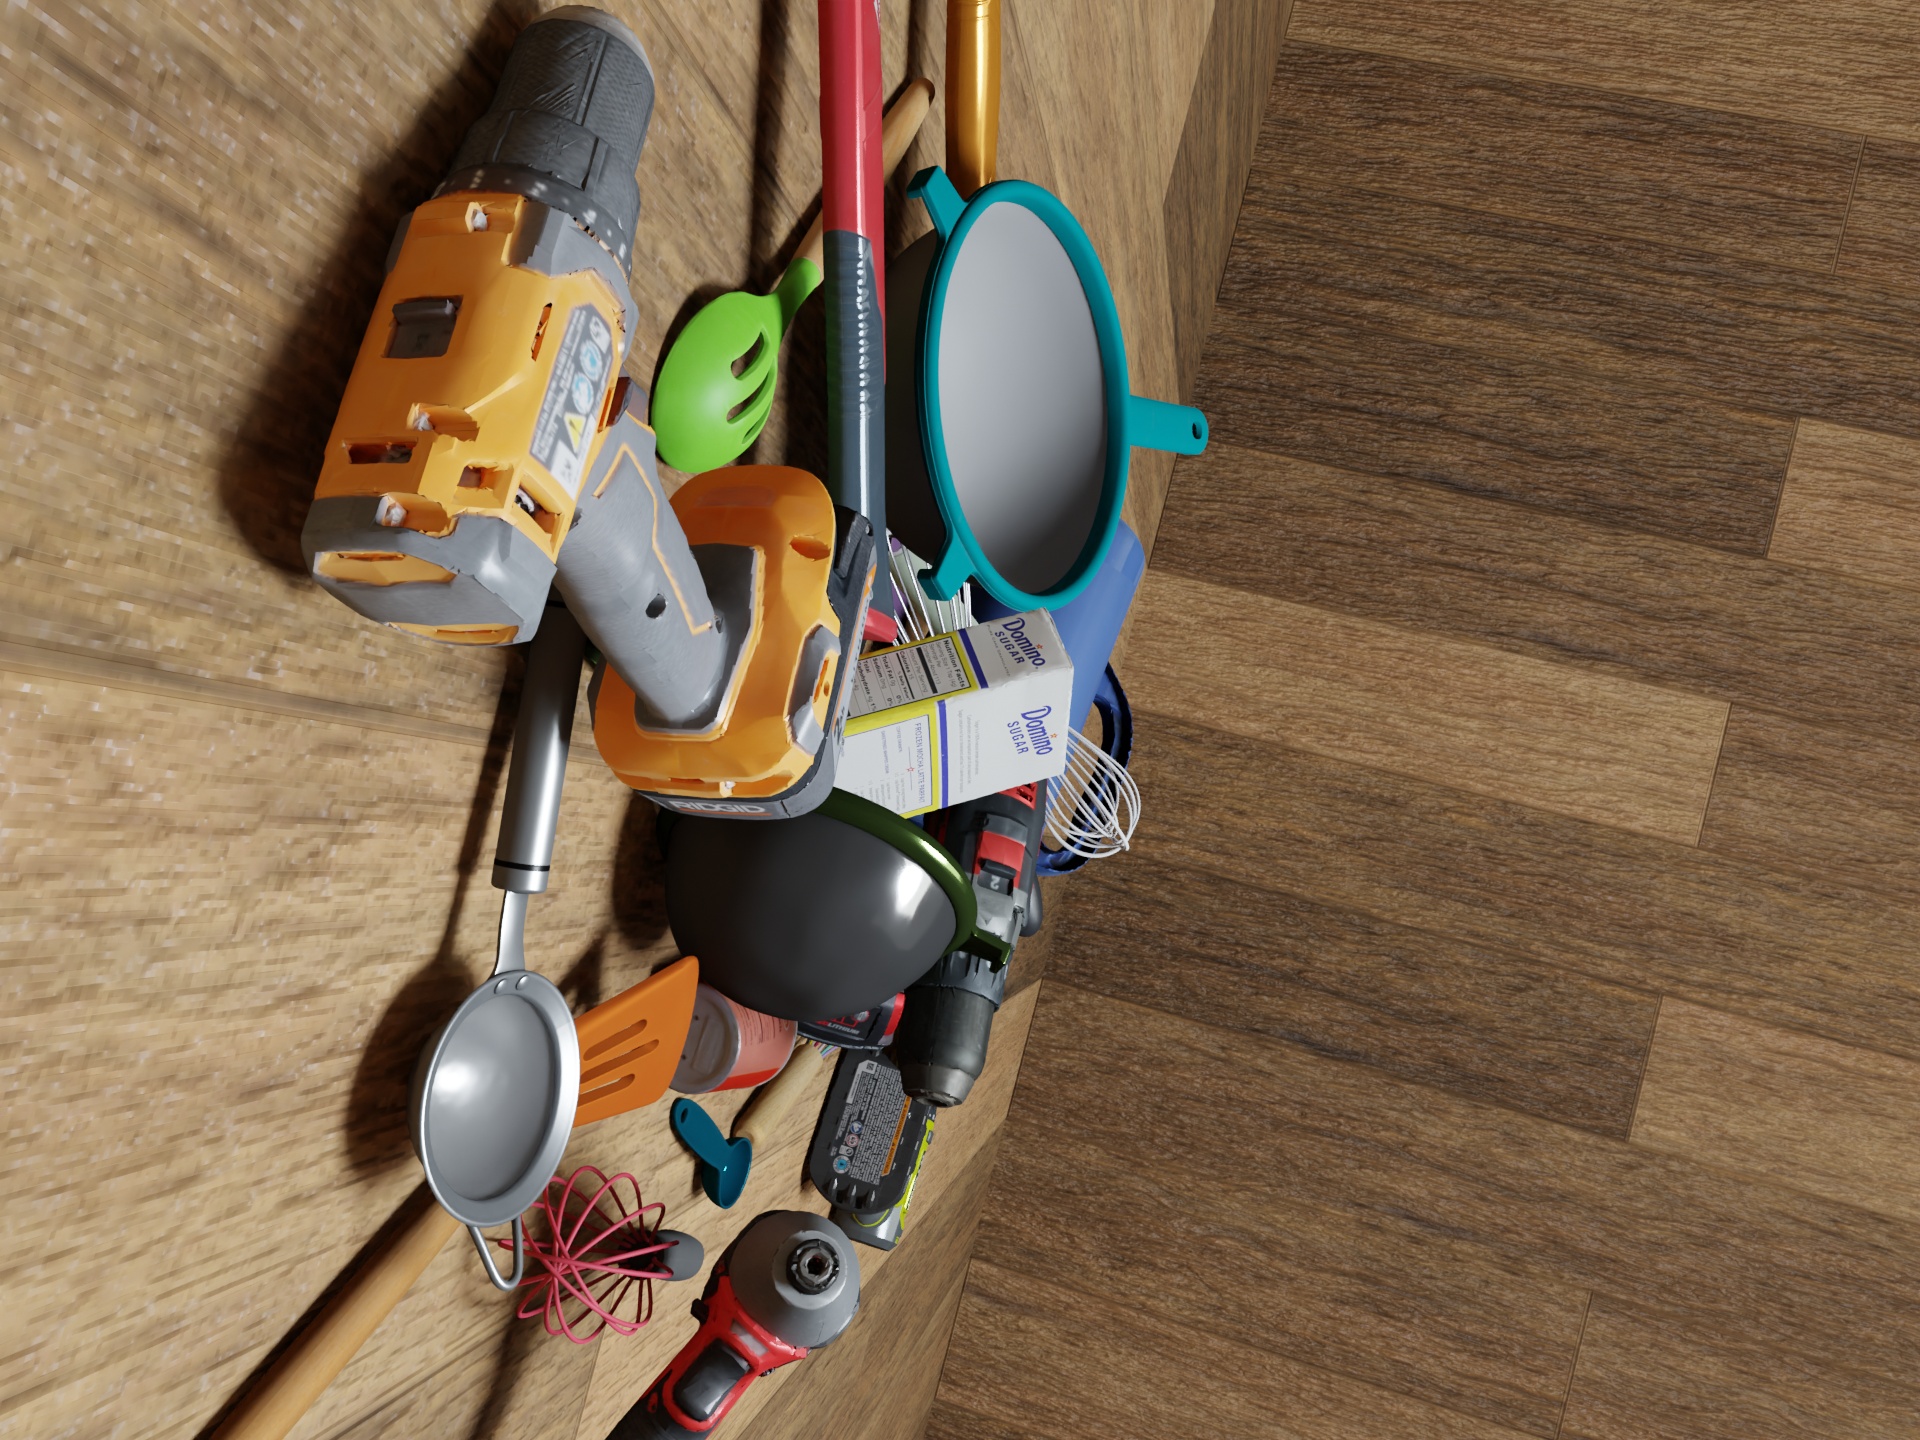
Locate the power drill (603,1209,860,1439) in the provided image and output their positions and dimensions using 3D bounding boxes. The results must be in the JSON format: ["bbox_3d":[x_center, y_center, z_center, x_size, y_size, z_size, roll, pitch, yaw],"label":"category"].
[{"bbox_3d":[-0.124,0.298,0.657,0.220,0.078,0.143,-46,175,-30],"label":"power drill"}]

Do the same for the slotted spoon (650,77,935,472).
[{"bbox_3d":[-0.061,-0.215,0.710,0.070,0.031,0.314,87,18,-46],"label":"slotted spoon"}]

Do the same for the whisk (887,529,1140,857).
[{"bbox_3d":[0.023,-0.020,0.945,0.058,0.246,0.059,-37,180,-6],"label":"whisk"}]

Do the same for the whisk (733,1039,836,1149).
[{"bbox_3d":[-0.094,0.223,1.089,0.245,0.051,0.047,-45,154,-65],"label":"whisk"}]

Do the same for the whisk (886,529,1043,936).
[{"bbox_3d":[-0.003,-0.003,0.911,0.070,0.070,0.284,-53,128,-65],"label":"whisk"}]

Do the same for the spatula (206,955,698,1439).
[{"bbox_3d":[-0.182,0.186,0.557,0.323,0.041,0.081,-53,163,-62],"label":"spatula"}]

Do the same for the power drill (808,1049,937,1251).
[{"bbox_3d":[-0.060,0.337,1.334,0.228,0.080,0.191,85,21,-68],"label":"power drill"}]

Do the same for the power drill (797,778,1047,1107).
[{"bbox_3d":[-0.032,0.123,0.858,0.226,0.080,0.188,-37,-142,57],"label":"power drill"}]

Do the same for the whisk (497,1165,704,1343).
[{"bbox_3d":[-0.155,0.252,0.752,0.295,0.073,0.073,90,16,-71],"label":"whisk"}]

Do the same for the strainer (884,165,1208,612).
[{"bbox_3d":[0.034,-0.166,0.866,0.340,0.095,0.211,-10,100,-60],"label":"strainer"}]

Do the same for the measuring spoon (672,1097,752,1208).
[{"bbox_3d":[-0.148,0.240,0.903,0.128,0.021,0.042,73,32,-54],"label":"measuring spoon"}]

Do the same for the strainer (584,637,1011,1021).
[{"bbox_3d":[-0.092,0.060,0.663,0.256,0.151,0.069,58,40,-46],"label":"strainer"}]

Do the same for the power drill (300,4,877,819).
[{"bbox_3d":[-0.098,-0.082,0.495,0.226,0.084,0.185,54,42,-62],"label":"power drill"}]

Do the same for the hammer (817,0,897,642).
[{"bbox_3d":[-0.040,-0.217,0.657,0.143,0.038,0.386,-63,157,-60],"label":"hammer"}]

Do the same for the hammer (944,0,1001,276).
[{"bbox_3d":[0.007,-0.381,0.764,0.127,0.034,0.336,-62,159,-49],"label":"hammer"}]

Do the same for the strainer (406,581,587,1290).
[{"bbox_3d":[-0.154,0.061,0.548,0.086,0.050,0.258,13,85,-69],"label":"strainer"}]

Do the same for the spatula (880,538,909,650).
[{"bbox_3d":[-0.051,-0.013,1.058,0.060,0.018,0.315,-48,149,-64],"label":"spatula"}]
